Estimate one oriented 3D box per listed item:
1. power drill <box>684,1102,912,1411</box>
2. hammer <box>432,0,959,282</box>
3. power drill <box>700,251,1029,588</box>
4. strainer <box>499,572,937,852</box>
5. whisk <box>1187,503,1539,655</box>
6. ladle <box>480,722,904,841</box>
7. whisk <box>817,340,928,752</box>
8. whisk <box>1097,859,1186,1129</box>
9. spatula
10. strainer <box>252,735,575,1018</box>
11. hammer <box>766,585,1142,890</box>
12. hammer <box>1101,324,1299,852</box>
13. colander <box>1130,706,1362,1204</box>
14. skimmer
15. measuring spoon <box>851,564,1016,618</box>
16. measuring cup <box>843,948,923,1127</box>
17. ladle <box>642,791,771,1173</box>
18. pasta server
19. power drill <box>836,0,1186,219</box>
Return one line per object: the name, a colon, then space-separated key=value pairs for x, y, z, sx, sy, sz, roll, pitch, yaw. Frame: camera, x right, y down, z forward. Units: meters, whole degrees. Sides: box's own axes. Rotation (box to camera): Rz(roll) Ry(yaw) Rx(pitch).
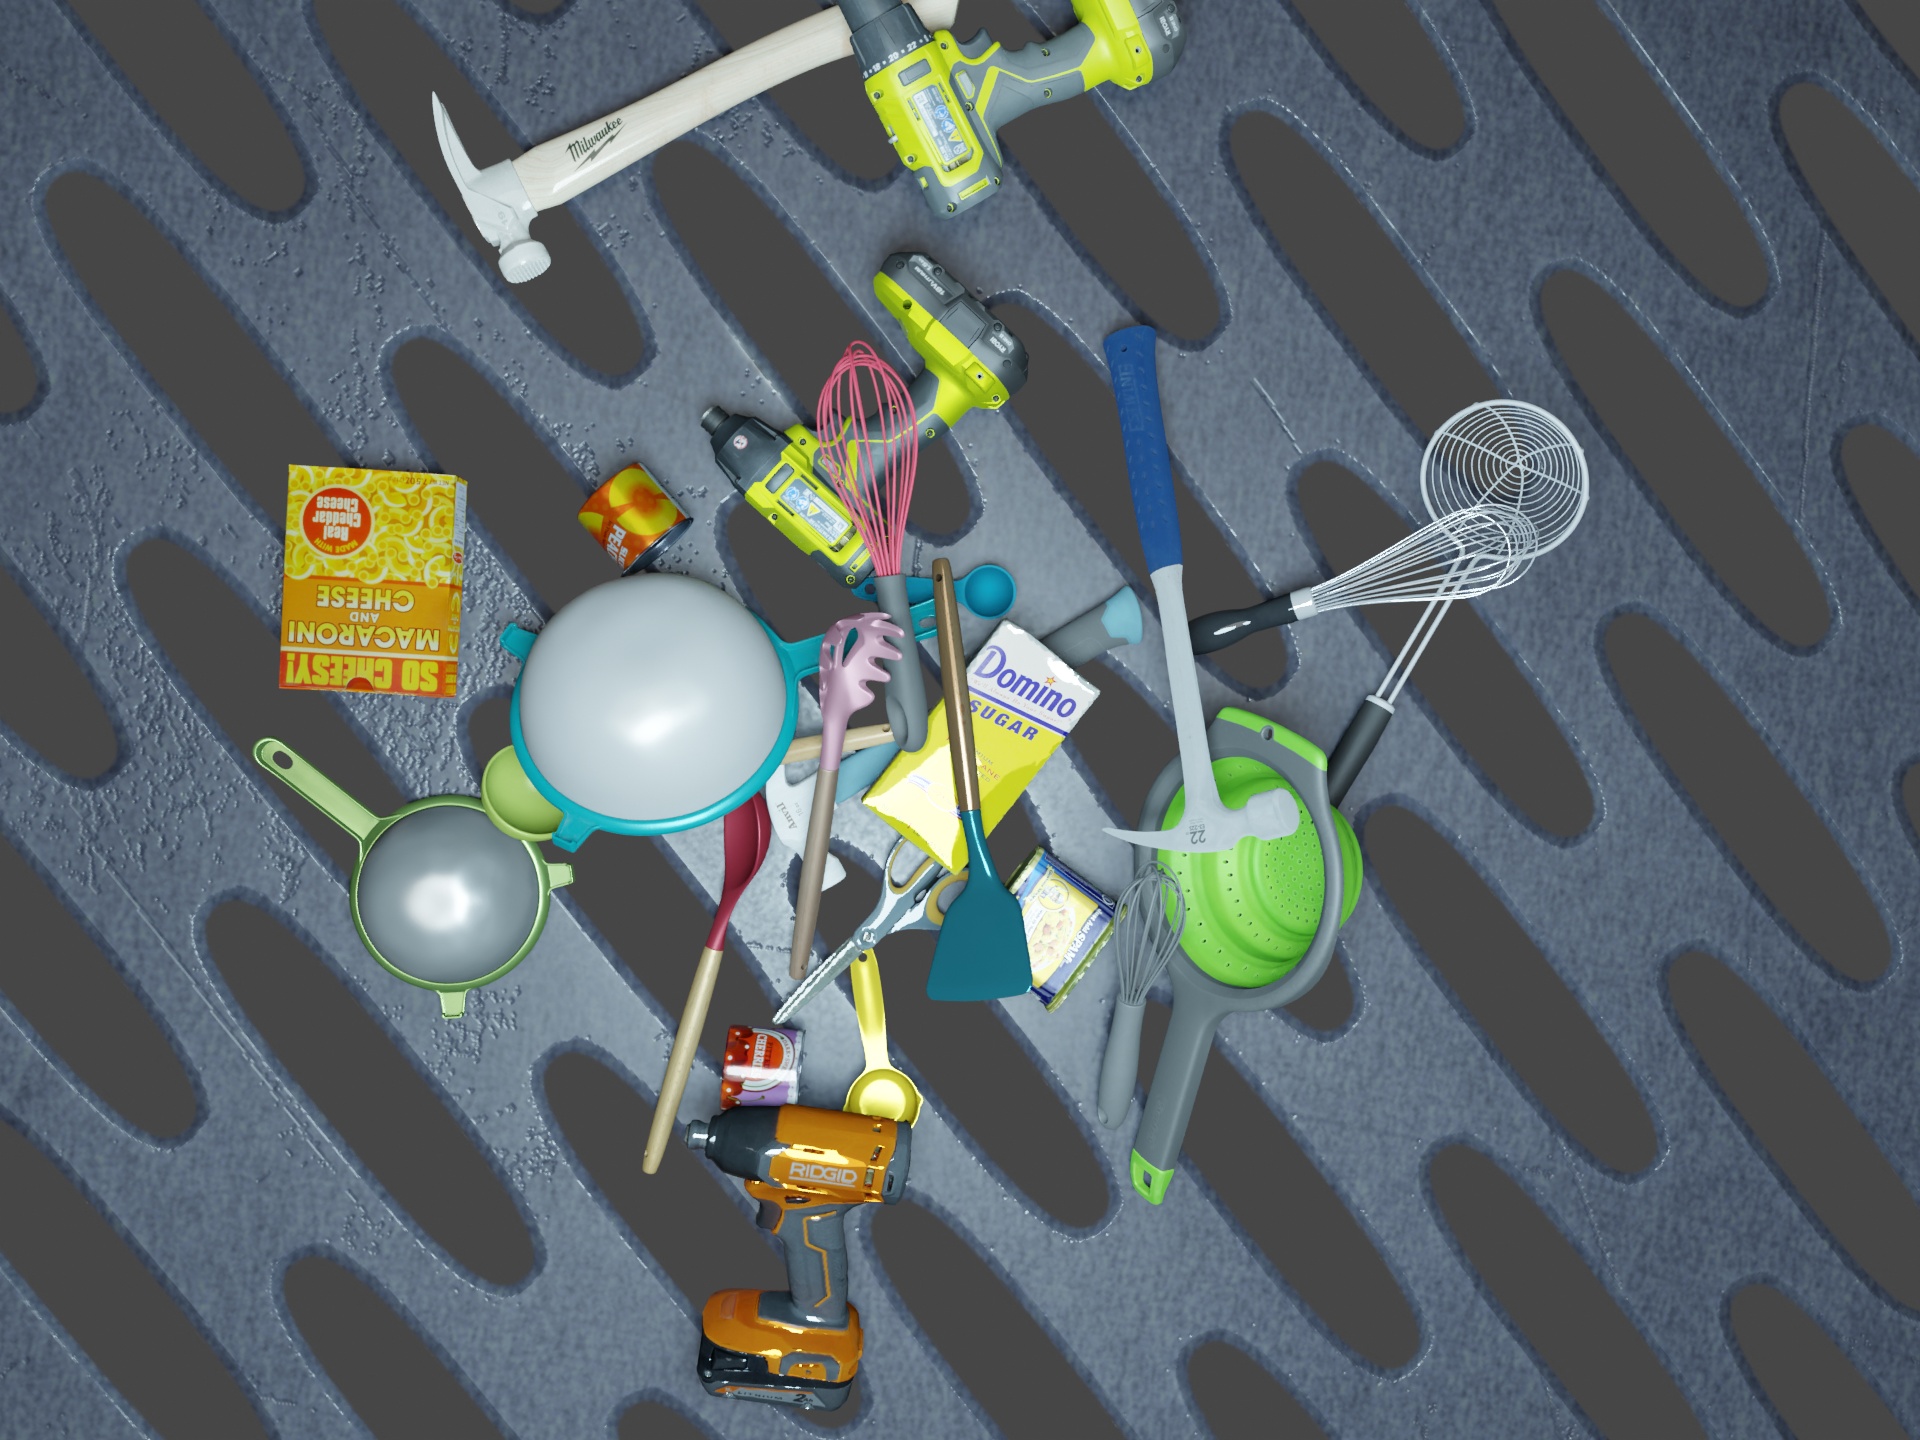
power drill: x=-0.134 y=0.388 z=1.178 sx=0.164 sy=0.084 sz=0.226 roll=10 pitch=106 yaw=-5
hammer: x=-0.191 y=-0.486 z=1.204 sx=0.410 sy=0.038 sz=0.146 roll=-27 pitch=92 yaw=-3
power drill: x=-0.072 y=-0.235 z=1.199 sx=0.171 sy=0.080 sz=0.223 roll=42 pitch=91 yaw=-4
strainer: x=-0.164 y=-0.050 z=1.148 sx=0.340 sy=0.095 sz=0.211 roll=-17 pitch=63 yaw=-10
whisk: x=0.290 y=-0.098 z=1.197 sx=0.284 sy=0.070 sz=0.070 roll=-18 pitch=93 yaw=20
ladle: x=-0.198 y=0.032 z=1.179 sx=0.320 sy=0.062 sz=0.078 roll=-11 pitch=64 yaw=6
whisk: x=-0.053 y=-0.123 z=1.139 sx=0.073 sy=0.073 sz=0.296 roll=-8 pitch=95 yaw=-4
whisk: x=0.132 y=0.213 z=1.204 sx=0.055 sy=0.055 sz=0.238 roll=5 pitch=115 yaw=-4
spatula: x=0.001 y=0.040 z=1.145 sx=0.082 sy=0.044 sz=0.317 roll=-8 pitch=88 yaw=24
strainer: x=-0.427 y=0.099 z=1.182 sx=0.256 sy=0.069 sz=0.151 roll=40 pitch=88 yaw=-5
hammer: x=-0.002 y=-0.004 z=1.229 sx=0.331 sy=0.033 sz=0.128 roll=-30 pitch=94 yaw=-3
hammer: x=0.149 y=-0.100 z=1.184 sx=0.144 sy=0.035 sz=0.406 roll=-17 pitch=73 yaw=35
colander: x=0.215 y=0.188 z=1.217 sx=0.094 sy=0.205 sz=0.397 roll=0 pitch=110 yaw=-38
skimmer: x=0.352 y=-0.070 z=1.223 sx=0.127 sy=0.090 sz=0.363 roll=30 pitch=91 yaw=20
measuring spoon: x=-0.020 y=-0.101 z=1.237 sx=0.128 sy=0.021 sz=0.042 roll=2 pitch=92 yaw=5
measuring cup: x=-0.067 y=0.248 z=1.238 sx=0.062 sy=0.029 sz=0.156 roll=-8 pitch=80 yaw=-5
ladle: x=-0.196 y=0.198 z=1.215 sx=0.031 sy=0.069 sz=0.315 roll=14 pitch=96 yaw=-32
pasta server: x=-0.096 y=0.061 z=1.163 sx=0.060 sy=0.040 sz=0.316 roll=-9 pitch=121 yaw=-37
power drill: x=0.033 y=-0.511 z=1.184 sx=0.228 sy=0.080 sz=0.190 roll=-30 pitch=108 yaw=-3
